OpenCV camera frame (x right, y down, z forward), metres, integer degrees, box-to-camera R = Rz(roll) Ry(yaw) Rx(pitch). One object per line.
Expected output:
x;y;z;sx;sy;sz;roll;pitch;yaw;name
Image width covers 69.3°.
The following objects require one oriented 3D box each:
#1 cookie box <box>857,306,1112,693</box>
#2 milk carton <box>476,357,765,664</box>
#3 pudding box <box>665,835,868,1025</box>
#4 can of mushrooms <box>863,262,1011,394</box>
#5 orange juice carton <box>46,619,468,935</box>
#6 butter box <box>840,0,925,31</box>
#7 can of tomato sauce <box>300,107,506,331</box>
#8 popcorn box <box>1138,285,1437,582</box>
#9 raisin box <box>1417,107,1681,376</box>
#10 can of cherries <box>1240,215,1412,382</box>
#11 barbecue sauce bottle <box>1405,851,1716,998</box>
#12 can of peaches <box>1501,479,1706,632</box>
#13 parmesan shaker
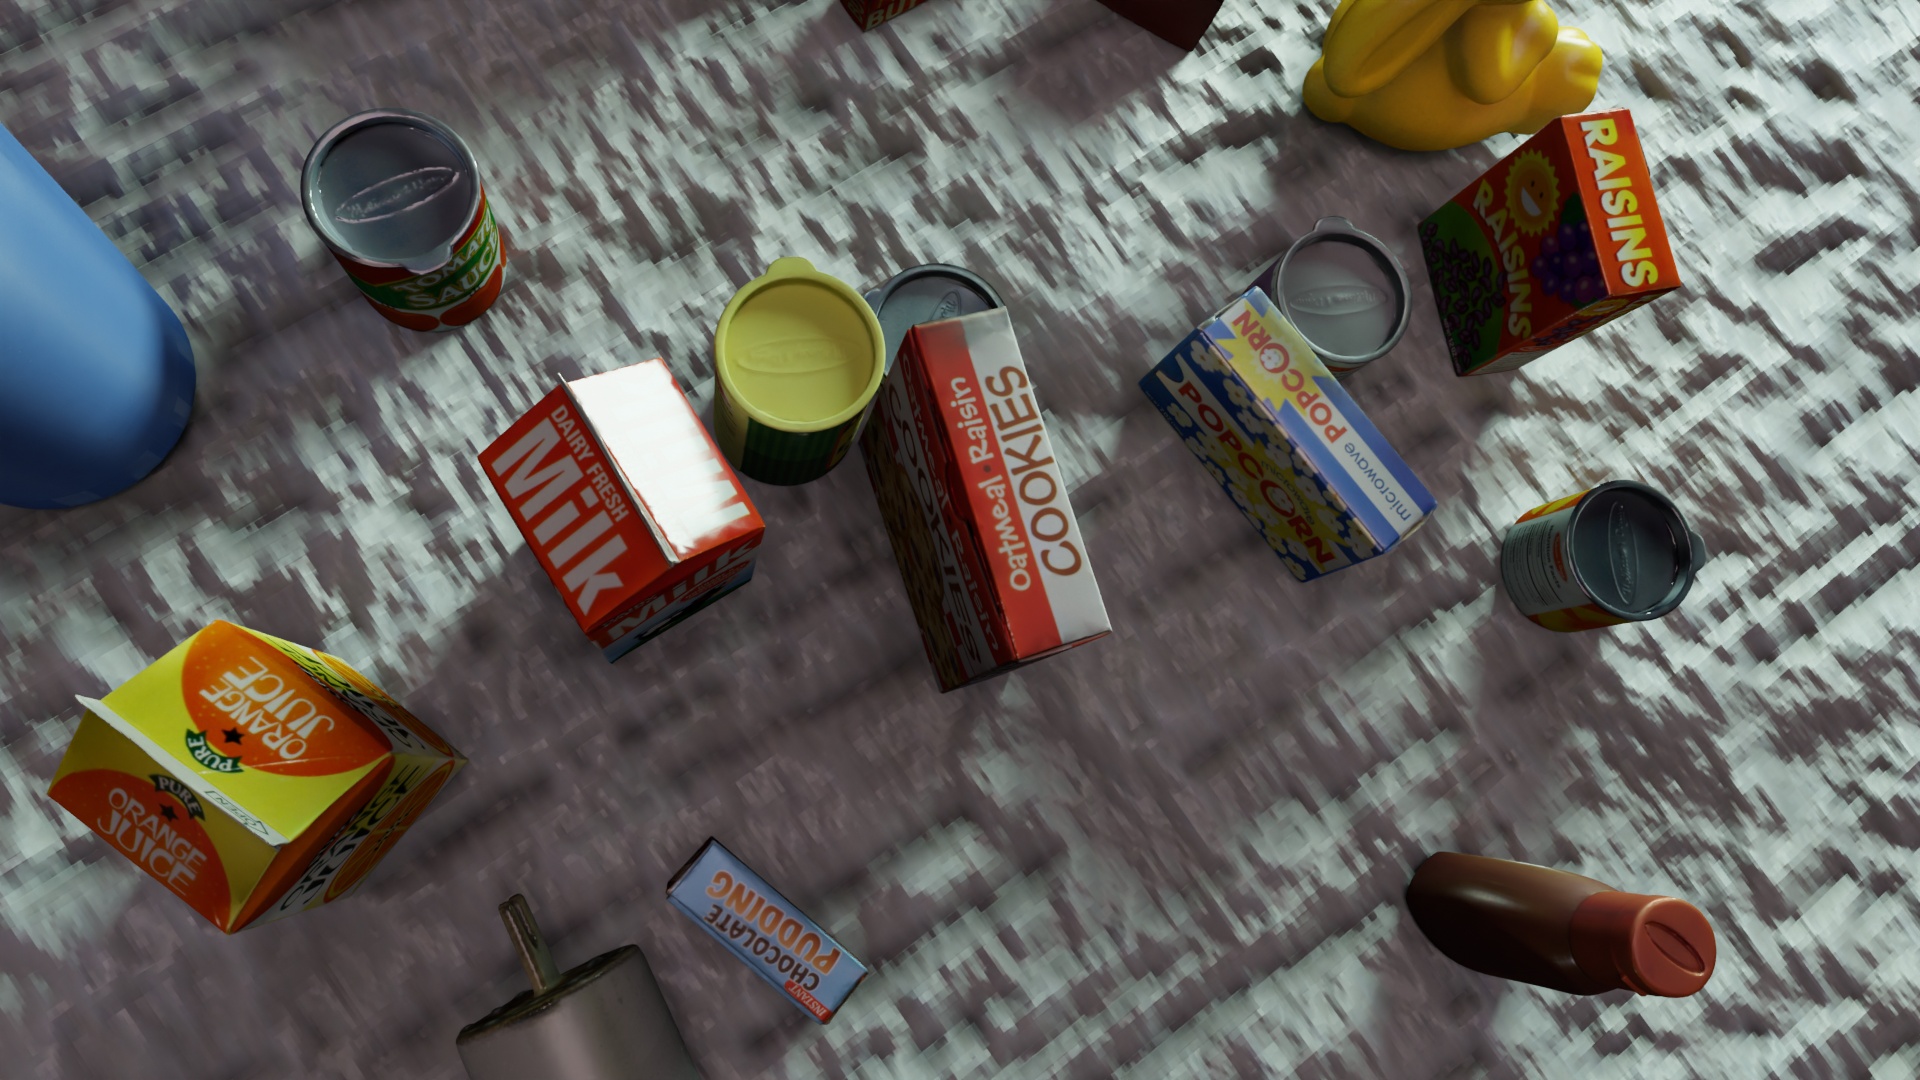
0.002;-0.007;0.555;0.040;0.167;0.123;-17;83;-13;cookie box
-0.123;-0.008;0.520;0.073;0.190;0.072;-32;87;-14;milk carton
-0.081;0.159;0.569;0.084;0.049;0.030;40;76;-1;pudding box
-0.014;-0.092;0.637;0.071;0.033;0.071;2;79;-10;can of mushrooms
-0.238;0.081;0.482;0.072;0.192;0.073;39;76;-2;orange juice carton
-0.008;-0.286;0.664;0.104;0.053;0.024;-32;87;-14;butter box
-0.227;-0.129;0.579;0.071;0.083;0.071;2;80;-10;can of tomato sauce
0.145;-0.045;0.631;0.038;0.085;0.126;-39;88;-14;popcorn box
0.271;-0.135;0.651;0.040;0.123;0.086;-9;82;-12;raisin box
0.171;-0.110;0.661;0.071;0.058;0.071;2;80;-10;can of cherries
0.247;0.162;0.578;0.065;0.148;0.044;41;76;-1;barbecue sauce bottle
0.305;0.009;0.664;0.071;0.058;0.071;2;80;-10;can of peaches
-0.071;-0.068;0.586;0.071;0.103;0.071;2;80;-10;parmesan shaker
